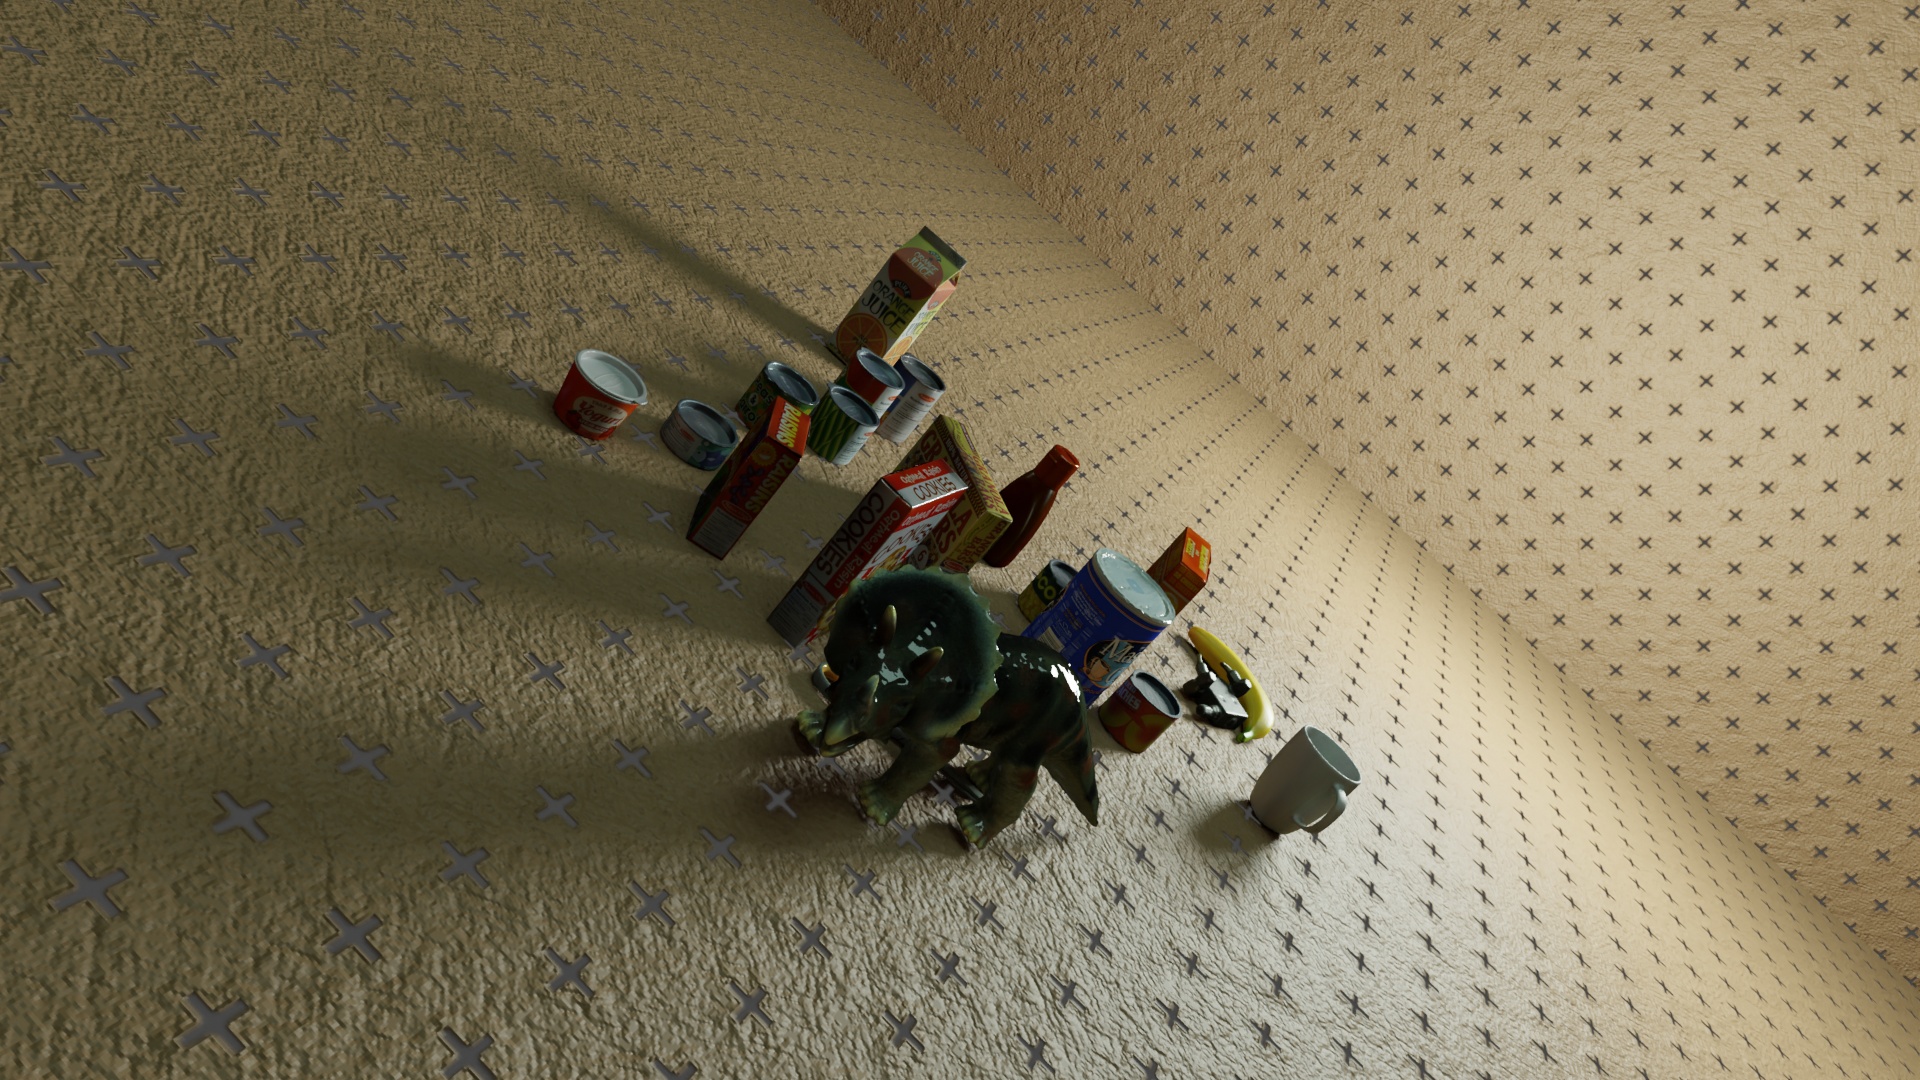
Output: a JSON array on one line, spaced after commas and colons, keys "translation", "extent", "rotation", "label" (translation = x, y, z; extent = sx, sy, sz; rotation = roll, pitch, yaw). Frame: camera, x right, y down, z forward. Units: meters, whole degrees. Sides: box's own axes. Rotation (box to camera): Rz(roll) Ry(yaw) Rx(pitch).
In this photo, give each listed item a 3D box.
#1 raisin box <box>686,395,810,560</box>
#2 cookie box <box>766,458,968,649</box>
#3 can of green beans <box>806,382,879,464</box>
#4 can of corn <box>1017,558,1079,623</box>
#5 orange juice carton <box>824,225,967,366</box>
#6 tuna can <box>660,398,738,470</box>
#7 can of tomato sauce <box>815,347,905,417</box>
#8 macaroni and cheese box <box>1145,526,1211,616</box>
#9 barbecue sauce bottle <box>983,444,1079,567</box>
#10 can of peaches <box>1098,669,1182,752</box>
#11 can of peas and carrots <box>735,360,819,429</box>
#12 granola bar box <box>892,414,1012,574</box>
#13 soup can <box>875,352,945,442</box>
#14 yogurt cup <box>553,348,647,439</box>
[{"translation": [-0.180, -0.054, 1.190], "extent": [0.040, 0.123, 0.086], "rotation": [34, 23, -17], "label": "raisin box"}, {"translation": [-0.078, 0.008, 1.179], "extent": [0.040, 0.167, 0.123], "rotation": [44, 22, 8], "label": "cookie box"}, {"translation": [-0.130, -0.123, 1.487], "extent": [0.071, 0.057, 0.071], "rotation": [34, 23, -16], "label": "can of green beans"}, {"translation": [0.103, 0.064, 1.510], "extent": [0.071, 0.058, 0.071], "rotation": [34, 23, -16], "label": "can of corn"}, {"translation": [-0.075, -0.292, 1.713], "extent": [0.072, 0.192, 0.073], "rotation": [43, 22, 6], "label": "orange juice carton"}, {"translation": [-0.242, -0.098, 1.294], "extent": [0.071, 0.032, 0.071], "rotation": [34, 23, -16], "label": "tuna can"}, {"translation": [-0.114, -0.162, 1.553], "extent": [0.071, 0.082, 0.071], "rotation": [34, 23, -16], "label": "can of tomato sauce"}, {"translation": [0.204, 0.072, 1.511], "extent": [0.040, 0.166, 0.124], "rotation": [40, 22, -3], "label": "macaroni and cheese box"}, {"translation": [0.072, -0.041, 1.536], "extent": [0.044, 0.148, 0.065], "rotation": [10, 37, -52], "label": "barbecue sauce bottle"}, {"translation": [0.183, 0.175, 1.428], "extent": [0.071, 0.058, 0.071], "rotation": [34, 23, -16], "label": "can of peaches"}, {"translation": [-0.190, -0.141, 1.424], "extent": [0.071, 0.058, 0.071], "rotation": [34, 23, -16], "label": "can of peas and carrots"}, {"translation": [-0.021, -0.032, 1.402], "extent": [0.039, 0.123, 0.166], "rotation": [25, 27, -35], "label": "granola bar box"}, {"translation": [-0.069, -0.168, 1.635], "extent": [0.071, 0.083, 0.072], "rotation": [34, 23, -16], "label": "soup can"}, {"translation": [-0.314, -0.124, 1.199], "extent": [0.072, 0.053, 0.073], "rotation": [34, 23, -16], "label": "yogurt cup"}]
